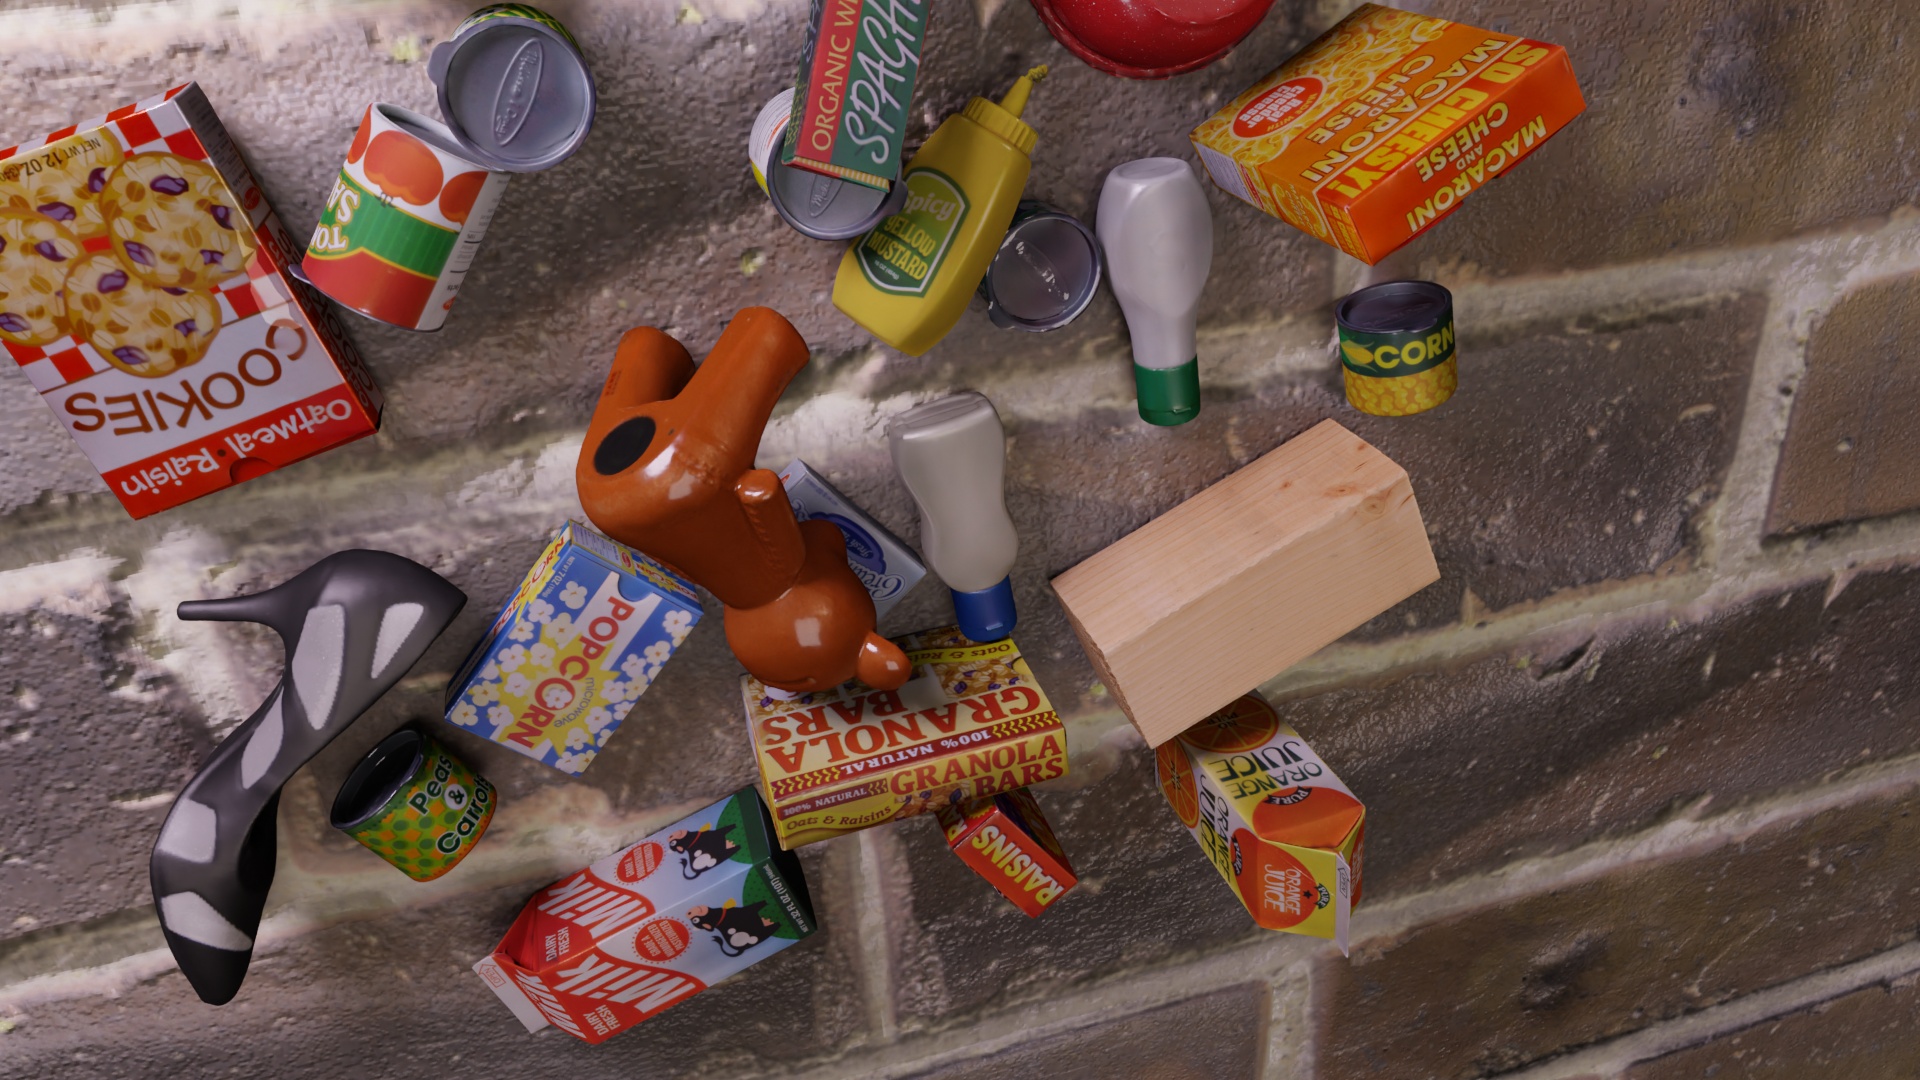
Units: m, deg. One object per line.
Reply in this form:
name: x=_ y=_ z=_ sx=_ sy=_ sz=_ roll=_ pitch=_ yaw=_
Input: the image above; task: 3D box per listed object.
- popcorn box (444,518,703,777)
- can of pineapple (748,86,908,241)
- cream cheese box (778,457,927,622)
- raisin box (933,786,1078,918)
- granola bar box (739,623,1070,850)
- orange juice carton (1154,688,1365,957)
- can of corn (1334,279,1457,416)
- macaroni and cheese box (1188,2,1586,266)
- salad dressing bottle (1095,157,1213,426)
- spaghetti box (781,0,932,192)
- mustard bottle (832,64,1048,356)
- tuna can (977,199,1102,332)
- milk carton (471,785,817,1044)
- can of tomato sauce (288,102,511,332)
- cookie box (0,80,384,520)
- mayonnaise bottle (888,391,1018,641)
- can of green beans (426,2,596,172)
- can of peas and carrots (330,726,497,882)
popcorn box: x=-0.215 y=0.062 z=0.771 sx=0.085 sy=0.038 sz=0.126 roll=33 pitch=102 yaw=-28
can of pineapple: x=-0.066 y=-0.186 z=0.684 sx=0.071 sy=0.058 sz=0.070 roll=-8 pitch=118 yaw=-15
cream cheese box: x=-0.073 y=0.004 z=0.797 sx=0.053 sy=0.024 sz=0.103 roll=-44 pitch=121 yaw=9
raisin box: x=0.014 y=0.161 z=0.849 sx=0.040 sy=0.124 sz=0.086 roll=-40 pitch=122 yaw=4
granola bar box: x=-0.036 y=0.106 z=0.804 sx=0.166 sy=0.124 sz=0.039 roll=-13 pitch=121 yaw=-12
orange juice carton: x=0.194 y=0.173 z=0.875 sx=0.073 sy=0.193 sz=0.071 roll=-13 pitch=119 yaw=-13
can of corn: x=0.260 y=-0.113 z=0.824 sx=0.071 sy=0.071 sz=0.058 roll=-21 pitch=122 yaw=-7
macaroni and cheese box: x=0.207 y=-0.210 z=0.701 sx=0.124 sy=0.167 sz=0.040 roll=-36 pitch=122 yaw=2
salad dressing bottle: x=0.112 y=-0.137 z=0.778 sx=0.064 sy=0.044 sz=0.147 roll=-17 pitch=121 yaw=-12
spaghetti box: x=-0.032 y=-0.285 z=0.623 sx=0.050 sy=0.029 sz=0.249 roll=10 pitch=95 yaw=-22
mustard bottle: x=-0.003 y=-0.174 z=0.709 sx=0.160 sy=0.065 sz=0.049 roll=-58 pitch=162 yaw=10
tuna can: x=0.039 y=-0.147 z=0.754 sx=0.071 sy=0.033 sz=0.070 roll=-8 pitch=118 yaw=-15
milk carton: x=-0.192 y=0.236 z=0.846 sx=0.191 sy=0.074 sz=0.072 roll=-27 pitch=121 yaw=-4
can of tomato sauce: x=-0.255 y=-0.148 z=0.635 sx=0.071 sy=0.071 sz=0.083 roll=23 pitch=106 yaw=-27
cookie box: x=-0.362 y=-0.104 z=0.631 sx=0.123 sy=0.040 sz=0.166 roll=-21 pitch=121 yaw=-2
mayonnaise bottle: x=0.003 y=-0.010 z=0.807 sx=0.065 sy=0.041 sz=0.147 roll=-18 pitch=121 yaw=-8
can of green beans: x=-0.201 y=-0.206 z=0.628 sx=0.071 sy=0.058 sz=0.071 roll=-8 pitch=118 yaw=-15
can of peas and carrots: x=-0.299 y=0.145 z=0.767 sx=0.071 sy=0.071 sz=0.058 roll=-38 pitch=122 yaw=3
